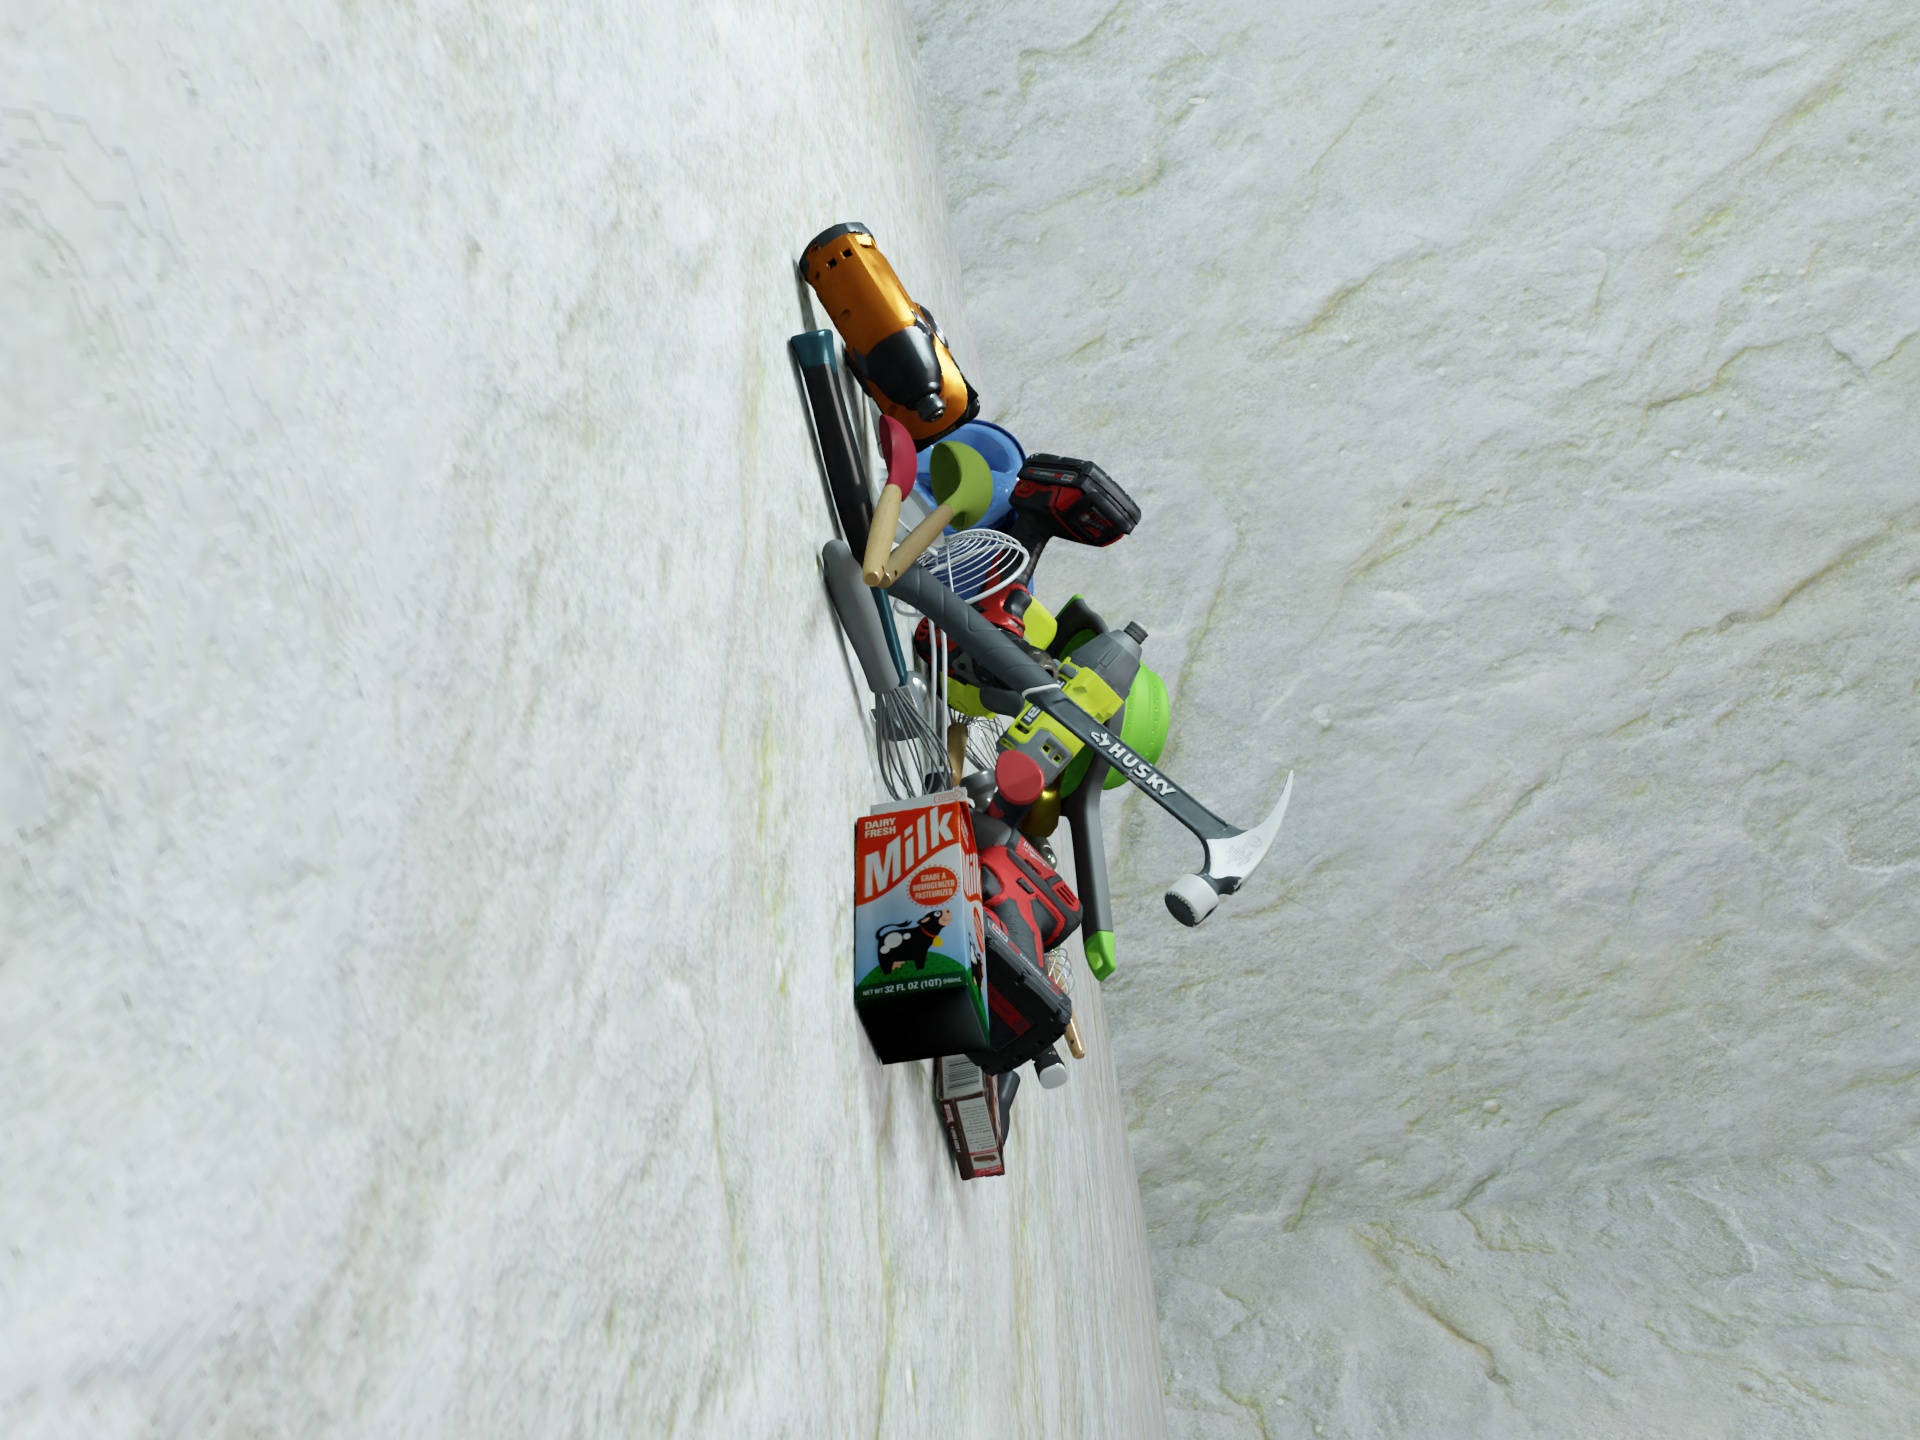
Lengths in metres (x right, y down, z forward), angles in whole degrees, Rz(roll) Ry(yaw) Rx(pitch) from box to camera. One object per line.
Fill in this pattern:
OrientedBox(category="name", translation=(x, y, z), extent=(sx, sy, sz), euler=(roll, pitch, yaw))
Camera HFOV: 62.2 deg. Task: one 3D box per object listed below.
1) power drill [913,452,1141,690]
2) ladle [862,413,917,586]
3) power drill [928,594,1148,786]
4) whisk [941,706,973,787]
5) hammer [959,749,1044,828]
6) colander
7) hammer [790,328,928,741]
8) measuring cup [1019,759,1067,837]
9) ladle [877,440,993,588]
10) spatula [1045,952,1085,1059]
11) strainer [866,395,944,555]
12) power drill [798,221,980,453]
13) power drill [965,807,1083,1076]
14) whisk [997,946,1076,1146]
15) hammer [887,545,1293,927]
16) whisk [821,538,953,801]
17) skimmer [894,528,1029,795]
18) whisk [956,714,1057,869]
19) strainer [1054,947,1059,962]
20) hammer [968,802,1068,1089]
OrientedBox(category="power drill", translation=(0.069, -0.126, 1.450), extent=(0.080, 0.227, 0.188), euler=(38, -8, -34))
OrientedBox(category="ladle", translation=(-0.053, -0.157, 1.149), extent=(0.316, 0.031, 0.069), euler=(-87, 167, -65))
OrientedBox(category="power drill", translation=(0.073, -0.045, 1.495), extent=(0.080, 0.171, 0.223), euler=(43, -3, -31))
OrientedBox(category="whisk", translation=(0.002, 0.003, 1.614), extent=(0.245, 0.051, 0.047), euler=(-81, 166, -62))
OrientedBox(category="hammer", translation=(0.046, 0.092, 1.390), extent=(0.386, 0.038, 0.143), euler=(103, -34, -81))
OrientedBox(category="colander", translation=(0.149, 0.067, 1.534), extent=(0.204, 0.094, 0.398), euler=(125, -32, -50))
OrientedBox(category="hammer", translation=(-0.073, -0.133, 1.197), extent=(0.128, 0.033, 0.330), euler=(-89, 167, -64))
OrientedBox(category="measuring cup", translation=(0.085, 0.042, 1.523), extent=(0.062, 0.029, 0.156), euler=(-113, -147, -57))
OrientedBox(category="ladle", translation=(-0.030, -0.156, 1.257), extent=(0.320, 0.062, 0.078), euler=(-59, 143, -64))
OrientedBox(category="spatula", translation=(0.079, 0.199, 1.574), extent=(0.044, 0.082, 0.318), euler=(34, 28, -42))
OrientedBox(category="strainer", translation=(-0.063, -0.232, 1.407), extent=(0.086, 0.050, 0.259), euler=(29, 39, -44))
OrientedBox(category="power drill", translation=(-0.048, -0.292, 1.293), extent=(0.164, 0.084, 0.226), euler=(60, 5, 8))
OrientedBox(category="power drill", translation=(0.024, 0.149, 1.184), extent=(0.143, 0.078, 0.220), euler=(47, 20, -12))
OrientedBox(category="whisk", translation=(0.052, 0.287, 1.393), extent=(0.285, 0.070, 0.070), euler=(-63, 145, -57))
OrientedBox(category="hammer", translation=(0.083, -0.015, 1.268), extent=(0.409, 0.149, 0.036), euler=(41, -26, 23))
OrientedBox(category="whisk", translation=(-0.055, -0.025, 1.147), extent=(0.055, 0.055, 0.238), euler=(-90, 164, -57))
OrientedBox(category="skimmer", translation=(-0.002, -0.004, 1.355), extent=(0.090, 0.127, 0.364), euler=(34, 51, -54))
OrientedBox(category="whisk", translation=(0.047, 0.070, 1.640), extent=(0.057, 0.059, 0.247), euler=(17, 30, -34))
OrientedBox(category="strainer", translation=(0.056, 0.152, 1.732), extent=(0.151, 0.069, 0.257), euler=(71, 10, -54))
OrientedBox(category="hammer", translation=(0.039, 0.212, 1.573), extent=(0.127, 0.034, 0.336), euler=(-118, -172, -56))
